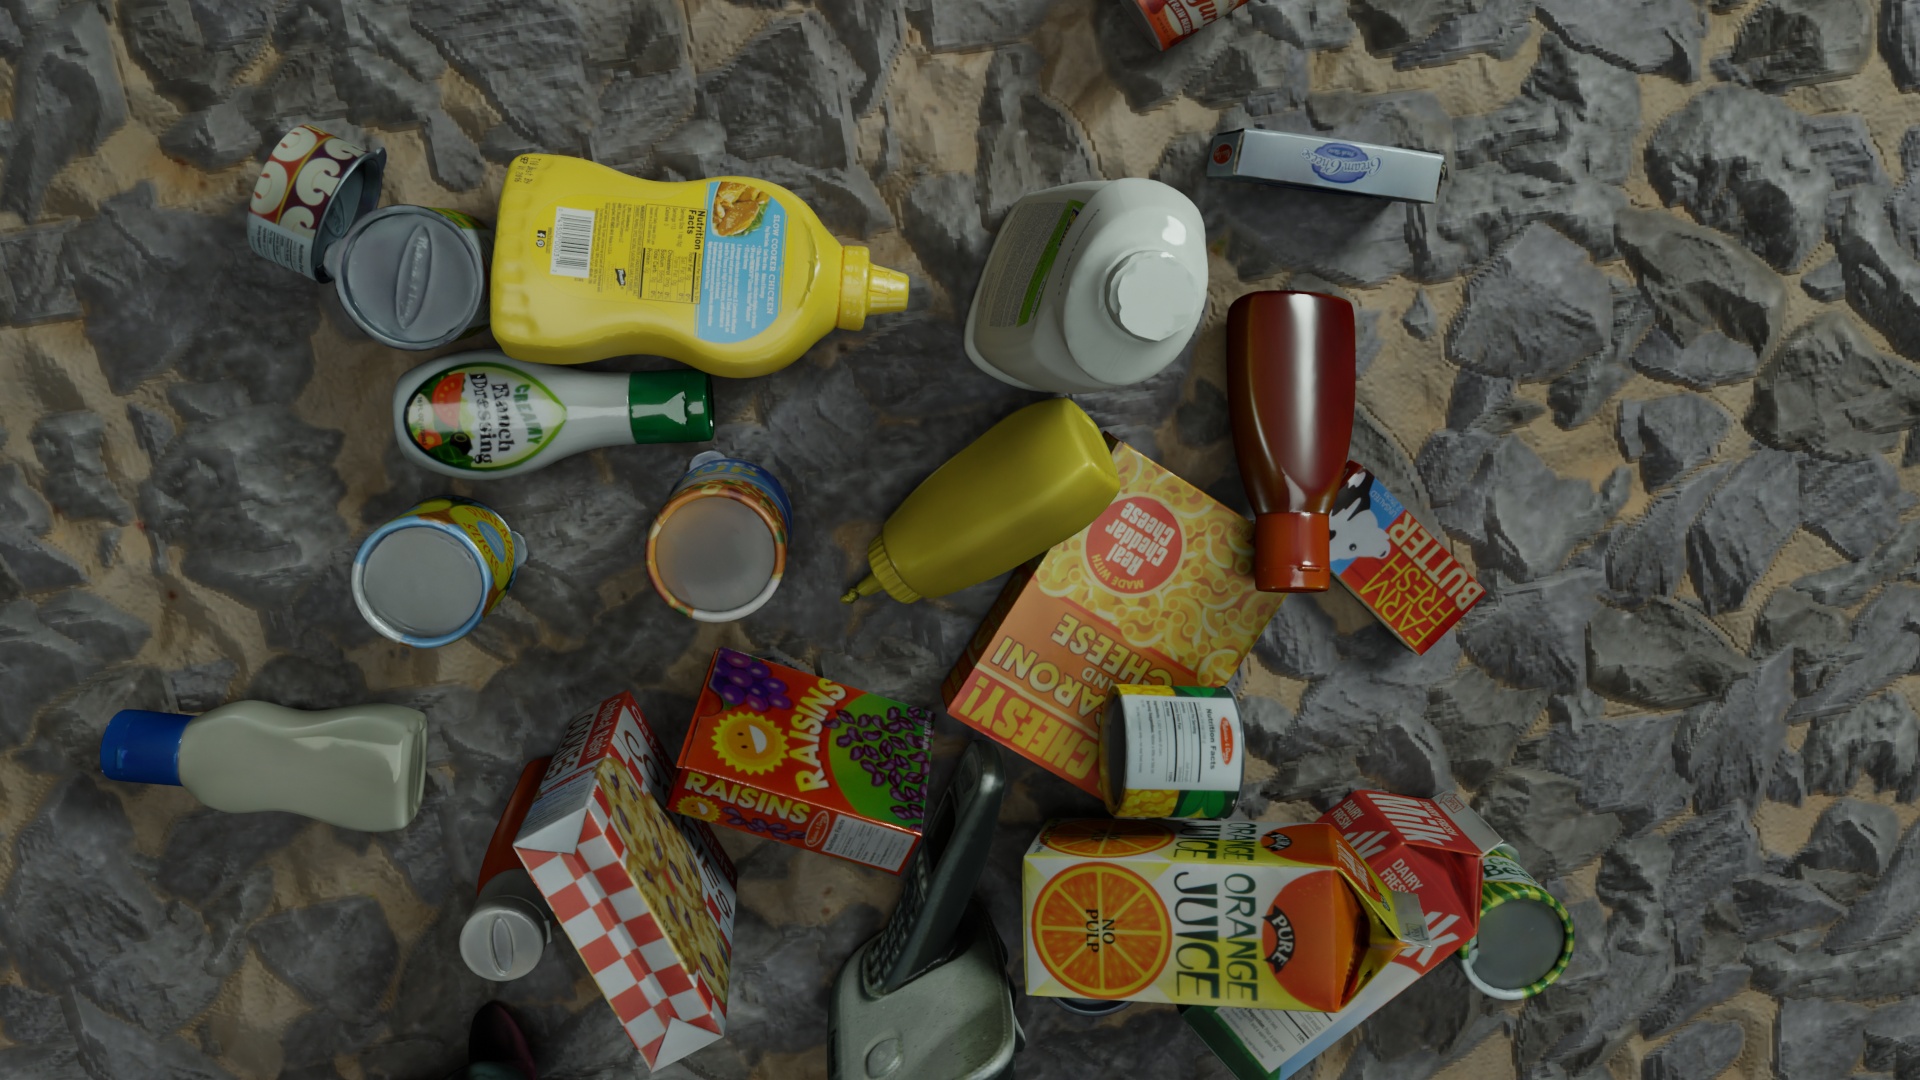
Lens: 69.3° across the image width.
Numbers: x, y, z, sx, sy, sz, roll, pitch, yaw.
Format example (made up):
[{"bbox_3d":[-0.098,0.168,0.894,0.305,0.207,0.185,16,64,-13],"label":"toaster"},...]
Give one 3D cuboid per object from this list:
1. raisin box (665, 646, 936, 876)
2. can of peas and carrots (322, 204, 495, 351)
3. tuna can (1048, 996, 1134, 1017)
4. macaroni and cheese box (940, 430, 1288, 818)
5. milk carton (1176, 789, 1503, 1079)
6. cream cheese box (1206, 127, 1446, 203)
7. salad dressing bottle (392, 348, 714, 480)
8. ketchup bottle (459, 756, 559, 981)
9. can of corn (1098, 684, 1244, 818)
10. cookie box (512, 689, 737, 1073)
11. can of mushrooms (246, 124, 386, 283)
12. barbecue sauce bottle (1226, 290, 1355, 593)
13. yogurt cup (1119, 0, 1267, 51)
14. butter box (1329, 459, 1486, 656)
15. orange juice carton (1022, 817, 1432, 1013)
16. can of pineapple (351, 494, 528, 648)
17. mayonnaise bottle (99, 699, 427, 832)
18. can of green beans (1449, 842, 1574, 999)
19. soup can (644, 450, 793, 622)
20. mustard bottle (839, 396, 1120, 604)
[{"bbox_3d":[-0.079,0.111,0.707,0.123,0.086,0.039,18,128,-9],"label":"raisin box"},{"bbox_3d":[-0.255,-0.125,0.657,0.071,0.059,0.070,-1,102,-4],"label":"can of peas and carrots"},{"bbox_3d":[0.071,0.227,0.776,0.071,0.033,0.071,-1,102,-5],"label":"tuna can"},{"bbox_3d":[0.085,0.045,0.735,0.124,0.040,0.166,31,97,-11],"label":"macaroni and cheese box"},{"bbox_3d":[0.208,0.208,0.765,0.190,0.072,0.073,-39,103,5],"label":"milk carton"},{"bbox_3d":[0.179,-0.185,0.687,0.104,0.053,0.024,6,104,-6],"label":"cream cheese box"},{"bbox_3d":[-0.197,-0.064,0.683,0.148,0.044,0.064,-3,100,-5],"label":"salad dressing bottle"},{"bbox_3d":[-0.207,0.160,0.676,0.043,0.149,0.064,-4,103,-6],"label":"ketchup bottle"},{"bbox_3d":[0.104,0.106,0.696,0.058,0.071,0.071,2,102,-7],"label":"can of corn"},{"bbox_3d":[-0.156,0.156,0.671,0.040,0.168,0.122,-27,103,-1],"label":"cookie box"},{"bbox_3d":[-0.297,-0.158,0.644,0.033,0.071,0.071,24,99,-9],"label":"can of mushrooms"},{"bbox_3d":[0.166,-0.048,0.698,0.065,0.043,0.148,3,83,-15],"label":"barbecue sauce bottle"},{"bbox_3d":[0.102,-0.270,0.657,0.054,0.072,0.072,-36,103,11],"label":"yogurt cup"},{"bbox_3d":[0.228,0.010,0.748,0.103,0.024,0.053,42,96,-12],"label":"butter box"},{"bbox_3d":[0.131,0.184,0.693,0.193,0.072,0.073,-1,94,13],"label":"orange juice carton"},{"bbox_3d":[-0.257,0.014,0.687,0.071,0.058,0.070,-1,102,-5],"label":"can of pineapple"},{"bbox_3d":[-0.353,0.111,0.709,0.148,0.041,0.064,7,100,-5],"label":"mayonnaise bottle"},{"bbox_3d":[0.300,0.214,0.781,0.071,0.058,0.071,-1,102,-5],"label":"can of green beans"},{"bbox_3d":[-0.118,-0.004,0.683,0.071,0.084,0.071,-1,102,-5],"label":"soup can"},{"bbox_3d":[0.003,-0.009,0.702,0.160,0.065,0.048,-32,141,21],"label":"mustard bottle"}]
